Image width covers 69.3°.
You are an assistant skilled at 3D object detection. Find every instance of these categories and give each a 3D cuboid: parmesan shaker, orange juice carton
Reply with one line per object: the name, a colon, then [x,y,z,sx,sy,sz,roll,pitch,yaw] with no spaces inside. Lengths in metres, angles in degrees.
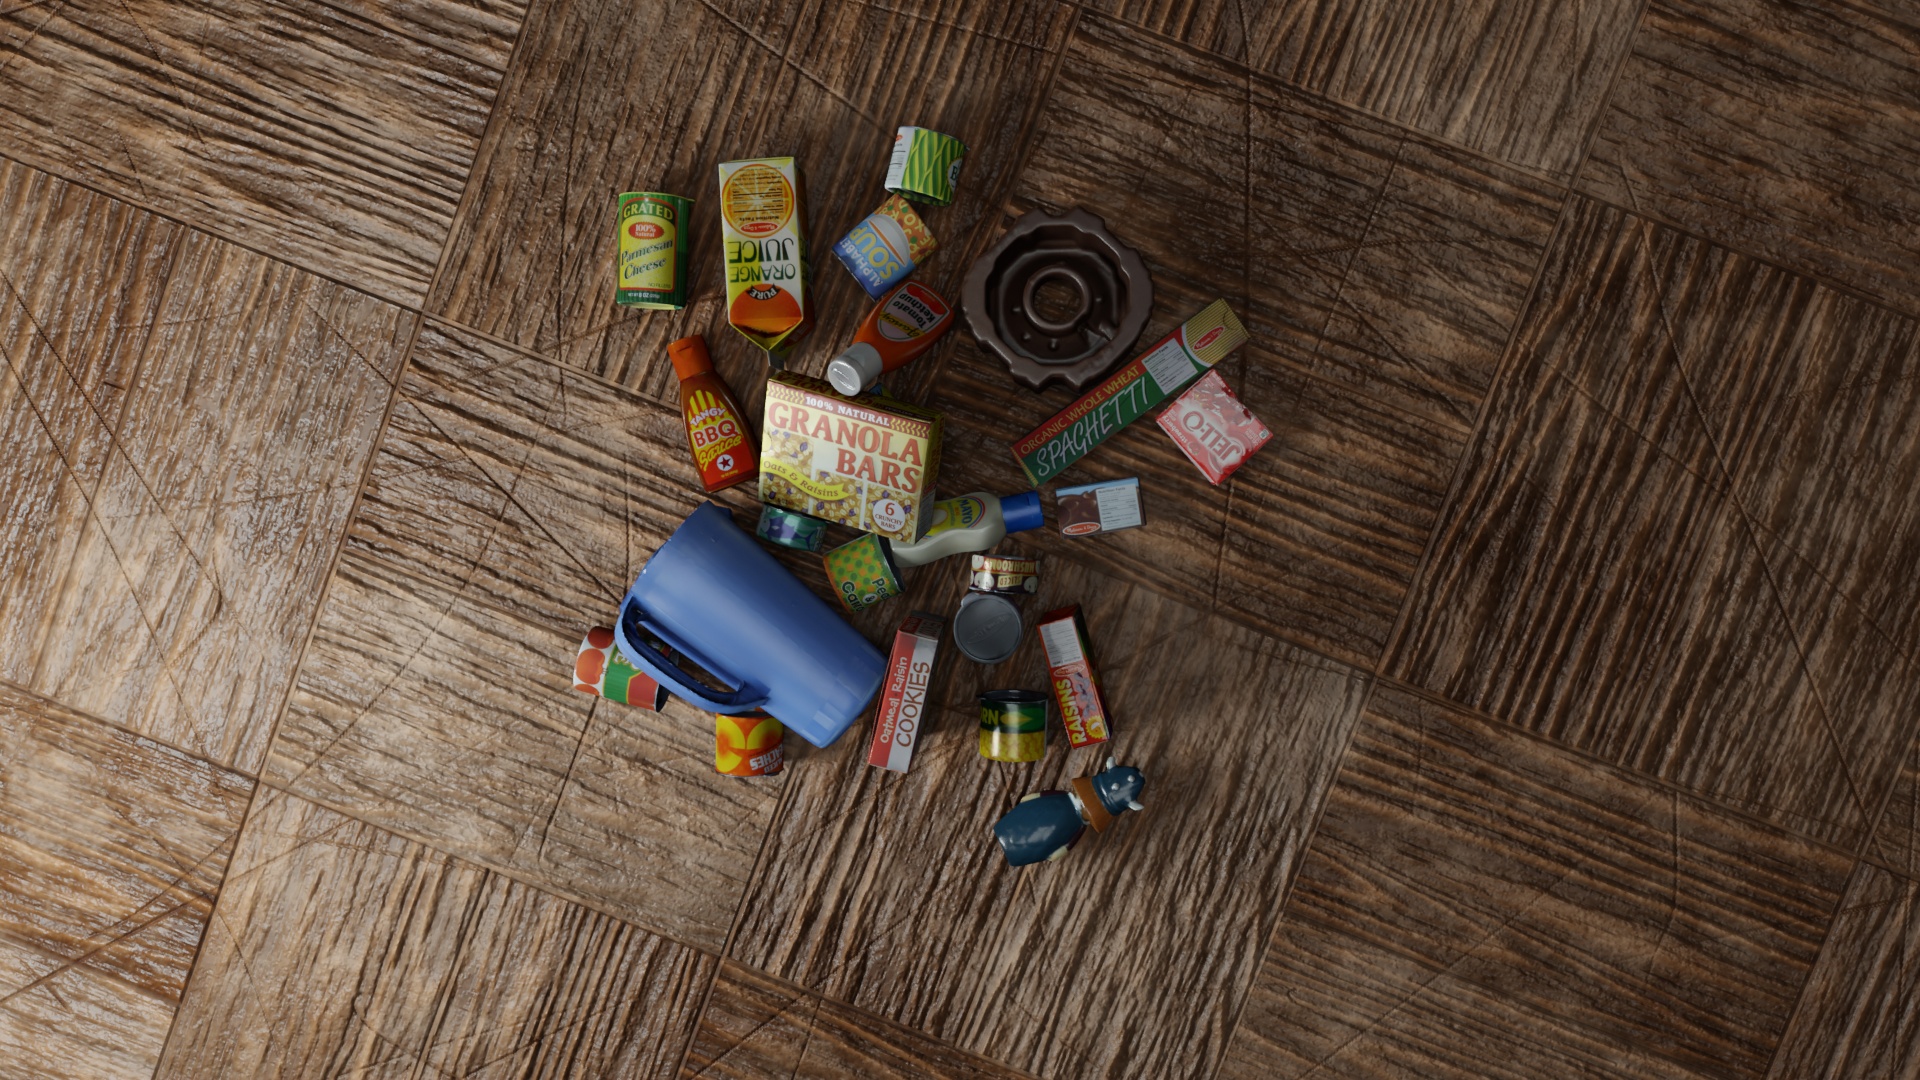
parmesan shaker: [-0.290,-0.275,1.325,0.071,0.071,0.103,2,94,2]
orange juice carton: [-0.181,-0.259,1.319,0.073,0.072,0.192,-3,93,3]

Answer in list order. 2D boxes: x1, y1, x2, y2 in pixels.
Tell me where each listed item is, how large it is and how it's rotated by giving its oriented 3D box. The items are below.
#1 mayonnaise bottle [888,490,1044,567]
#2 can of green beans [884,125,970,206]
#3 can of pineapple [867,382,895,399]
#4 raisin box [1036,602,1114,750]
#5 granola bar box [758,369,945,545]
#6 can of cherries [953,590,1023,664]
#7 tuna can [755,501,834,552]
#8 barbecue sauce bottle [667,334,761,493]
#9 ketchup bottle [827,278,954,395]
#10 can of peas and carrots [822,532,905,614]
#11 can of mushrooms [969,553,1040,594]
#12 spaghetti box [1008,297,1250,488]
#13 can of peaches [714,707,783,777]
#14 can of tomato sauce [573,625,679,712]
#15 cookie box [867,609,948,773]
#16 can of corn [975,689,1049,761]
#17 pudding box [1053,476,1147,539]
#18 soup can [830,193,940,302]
mayonnaise bottle: [0.005,-0.017,1.333,0.148,0.041,0.065,-12,50,1]
can of green beans: [-0.033,-0.353,1.312,0.071,0.071,0.057,14,94,1]
can of pineapple: [-0.080,-0.108,1.325,0.071,0.071,0.058,-44,91,4]
raisin box: [0.111,0.128,1.322,0.040,0.086,0.123,-16,92,9]
granola bar box: [-0.103,-0.077,1.286,0.166,0.039,0.123,16,117,15]
can of cherries: [0.027,0.079,1.337,0.071,0.058,0.071,0,94,3]
tuna can: [-0.159,-0.013,1.334,0.071,0.071,0.032,16,95,1]
barbecue sauce bottle: [-0.241,-0.124,1.343,0.065,0.044,0.148,-20,92,5]
ketchup bottle: [-0.067,-0.185,1.289,0.065,0.043,0.149,38,49,4]
can of peas and carrots: [-0.092,0.032,1.333,0.059,0.071,0.071,-24,92,4]
can of mushrooms: [0.043,0.032,1.327,0.071,0.071,0.033,6,92,2]
spaghetti box: [0.160,-0.141,1.335,0.250,0.029,0.050,-35,91,3]
can of peaches: [-0.202,0.194,1.346,0.071,0.071,0.058,1,93,2]
can of tomato sauce: [-0.323,0.122,1.347,0.083,0.071,0.071,15,94,2]
cookie box: [-0.047,0.135,1.287,0.040,0.167,0.123,13,94,2]
can of corn: [0.049,0.178,1.337,0.071,0.071,0.058,2,94,2]
pudding box: [0.134,-0.032,1.341,0.084,0.030,0.049,-9,94,3]
soup can: [-0.071,-0.278,1.314,0.084,0.071,0.071,-40,91,4]
